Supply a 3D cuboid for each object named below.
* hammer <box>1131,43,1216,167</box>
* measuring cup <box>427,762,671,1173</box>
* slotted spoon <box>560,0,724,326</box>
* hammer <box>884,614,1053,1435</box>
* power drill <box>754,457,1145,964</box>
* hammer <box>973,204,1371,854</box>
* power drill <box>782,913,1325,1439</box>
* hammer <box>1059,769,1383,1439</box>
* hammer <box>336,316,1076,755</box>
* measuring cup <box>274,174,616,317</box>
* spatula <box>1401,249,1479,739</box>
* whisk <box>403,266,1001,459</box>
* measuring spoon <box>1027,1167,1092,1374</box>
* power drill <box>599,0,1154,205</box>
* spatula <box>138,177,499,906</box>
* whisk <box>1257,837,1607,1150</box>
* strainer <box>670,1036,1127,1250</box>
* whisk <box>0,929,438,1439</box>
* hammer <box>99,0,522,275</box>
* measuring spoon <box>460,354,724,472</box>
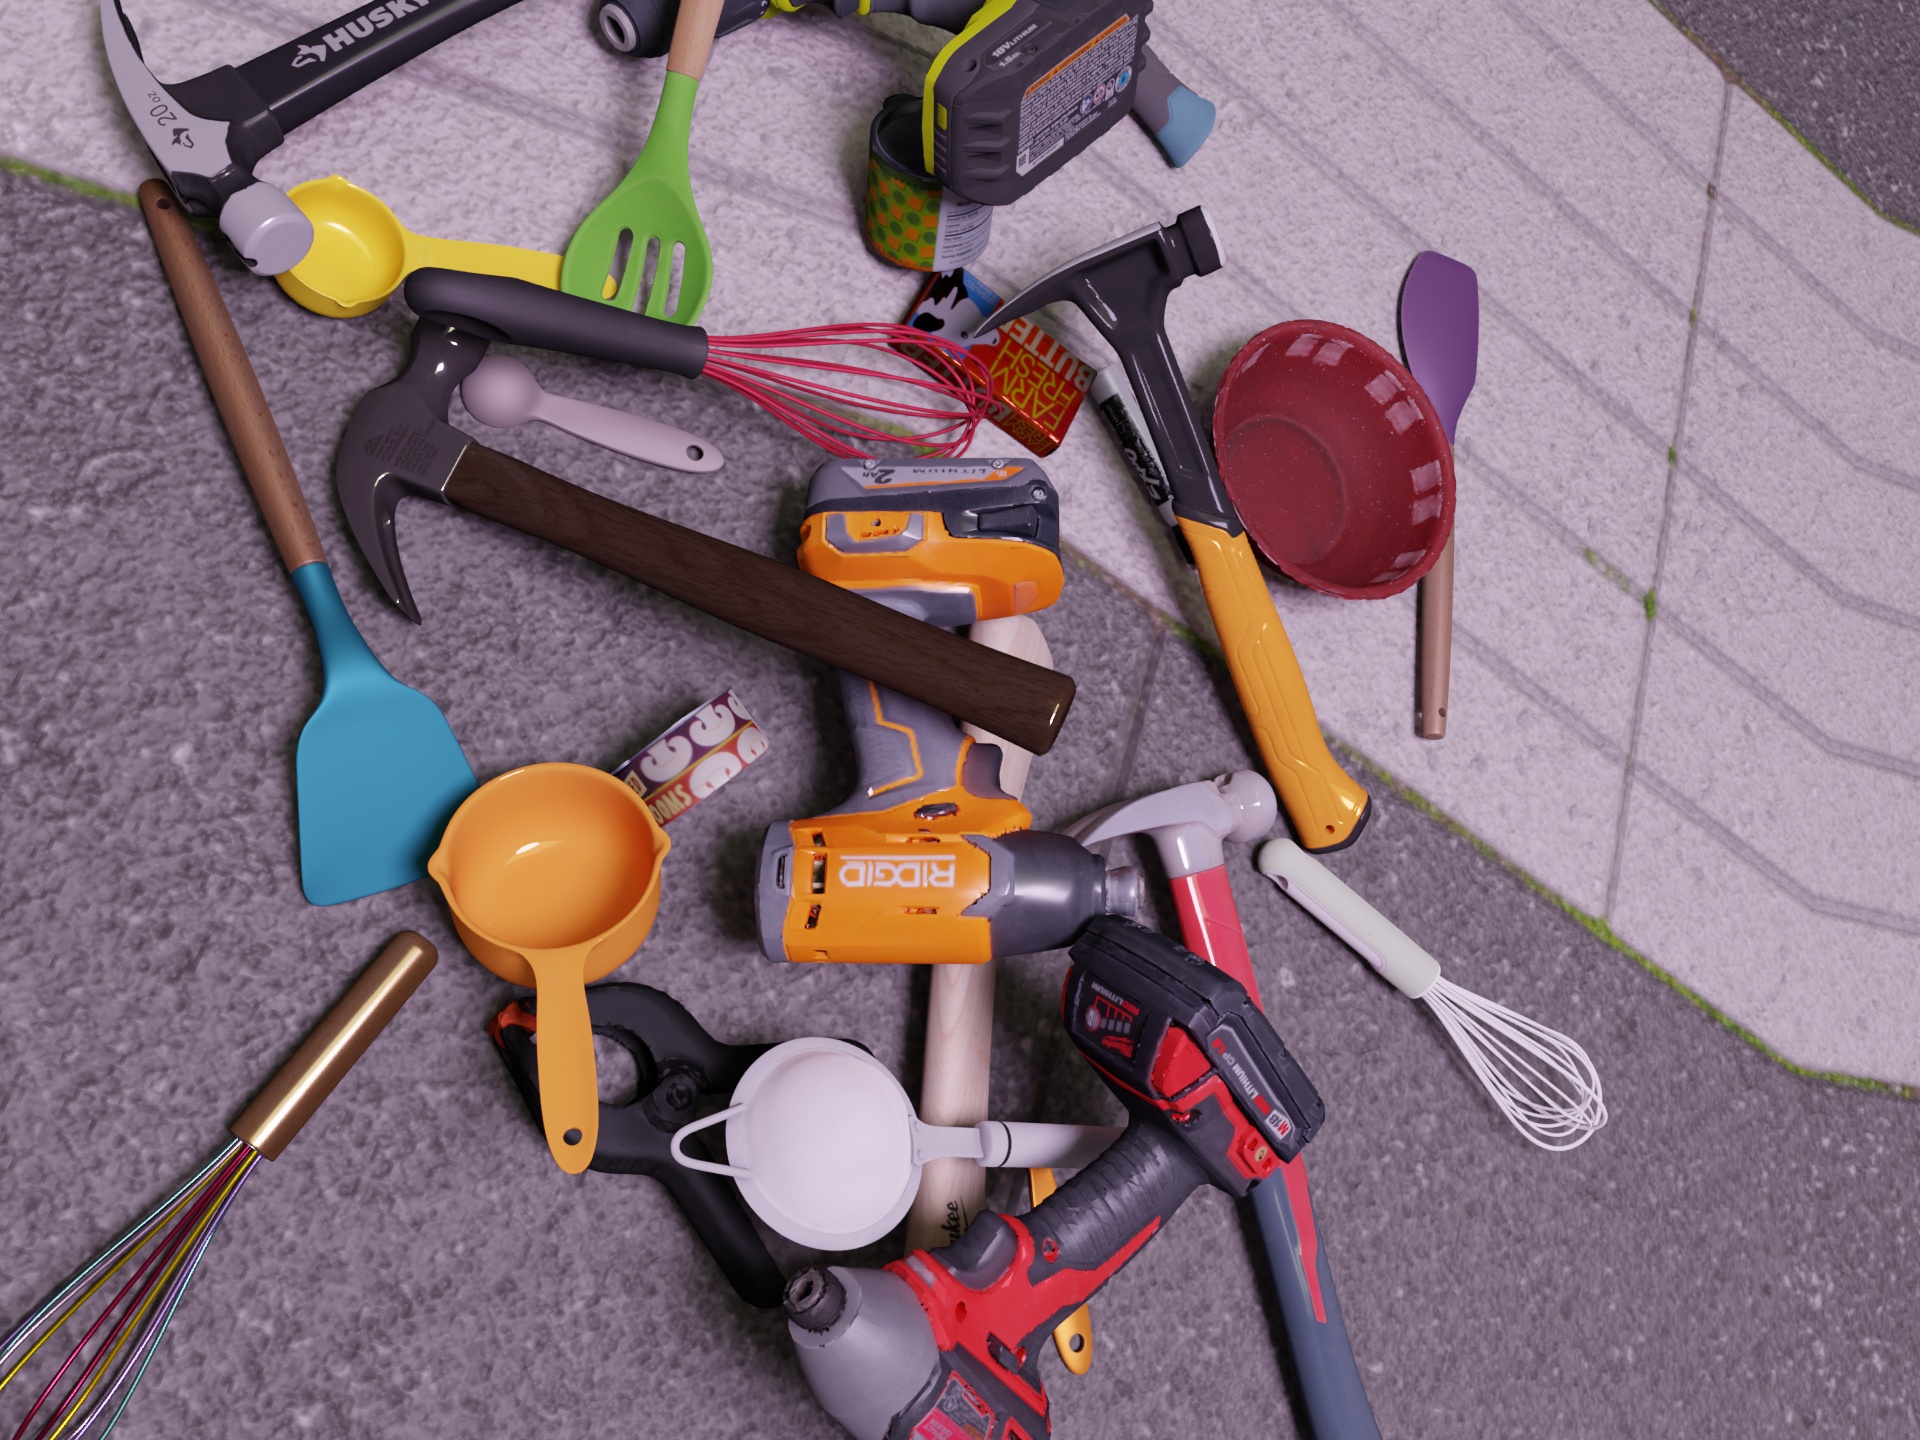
[{"bbox_3d":[0.027,-0.449,0.891,0.331,0.033,0.128,46,63,-9],"label":"hammer"},{"bbox_3d":[-0.160,0.103,0.639,0.095,0.052,0.174,-5,59,-13],"label":"measuring cup"},{"bbox_3d":[-0.117,-0.316,0.718,0.070,0.031,0.313,17,101,3],"label":"slotted spoon"},{"bbox_3d":[-0.007,0.142,0.723,0.146,0.038,0.411,21,67,-39],"label":"hammer"},{"bbox_3d":[-0.001,-0.002,0.709,0.164,0.084,0.227,0,67,4],"label":"power drill"},{"bbox_3d":[0.127,-0.079,0.815,0.127,0.034,0.336,-21,105,13],"label":"hammer"},{"bbox_3d":[0.032,0.192,0.623,0.220,0.079,0.143,-47,125,-14],"label":"power drill"},{"bbox_3d":[0.143,0.222,0.776,0.143,0.038,0.386,-11,85,-41],"label":"hammer"},{"bbox_3d":[-0.111,-0.061,0.670,0.331,0.031,0.130,23,78,7],"label":"hammer"},{"bbox_3d":[-0.234,-0.204,0.725,0.156,0.029,0.062,-1,78,-37],"label":"measuring cup"},{"bbox_3d":[0.284,-0.141,0.948,0.059,0.018,0.316,13,72,-21],"label":"spatula"},{"bbox_3d":[-0.103,-0.162,0.720,0.295,0.073,0.073,5,76,-37],"label":"whisk"},{"bbox_3d":[0.047,0.250,0.752,0.021,0.011,0.117,-7,82,-26],"label":"measuring spoon"},{"bbox_3d":[-0.042,-0.345,0.771,0.229,0.080,0.190,36,64,20],"label":"power drill"},{"bbox_3d":[-0.286,-0.082,0.670,0.082,0.044,0.317,-20,82,-29],"label":"spatula"},{"bbox_3d":[0.254,0.145,0.855,0.246,0.058,0.059,40,74,-7],"label":"whisk"},{"bbox_3d":[0.007,0.176,0.670,0.258,0.050,0.087,12,55,-33],"label":"strainer"},{"bbox_3d":[-0.281,0.181,0.600,0.051,0.047,0.245,41,62,-10],"label":"whisk"},{"bbox_3d":[-0.212,-0.333,0.707,0.335,0.035,0.146,-39,78,-19],"label":"hammer"},{"bbox_3d":[-0.168,-0.140,0.737,0.124,0.018,0.034,16,72,-18],"label":"measuring spoon"}]
